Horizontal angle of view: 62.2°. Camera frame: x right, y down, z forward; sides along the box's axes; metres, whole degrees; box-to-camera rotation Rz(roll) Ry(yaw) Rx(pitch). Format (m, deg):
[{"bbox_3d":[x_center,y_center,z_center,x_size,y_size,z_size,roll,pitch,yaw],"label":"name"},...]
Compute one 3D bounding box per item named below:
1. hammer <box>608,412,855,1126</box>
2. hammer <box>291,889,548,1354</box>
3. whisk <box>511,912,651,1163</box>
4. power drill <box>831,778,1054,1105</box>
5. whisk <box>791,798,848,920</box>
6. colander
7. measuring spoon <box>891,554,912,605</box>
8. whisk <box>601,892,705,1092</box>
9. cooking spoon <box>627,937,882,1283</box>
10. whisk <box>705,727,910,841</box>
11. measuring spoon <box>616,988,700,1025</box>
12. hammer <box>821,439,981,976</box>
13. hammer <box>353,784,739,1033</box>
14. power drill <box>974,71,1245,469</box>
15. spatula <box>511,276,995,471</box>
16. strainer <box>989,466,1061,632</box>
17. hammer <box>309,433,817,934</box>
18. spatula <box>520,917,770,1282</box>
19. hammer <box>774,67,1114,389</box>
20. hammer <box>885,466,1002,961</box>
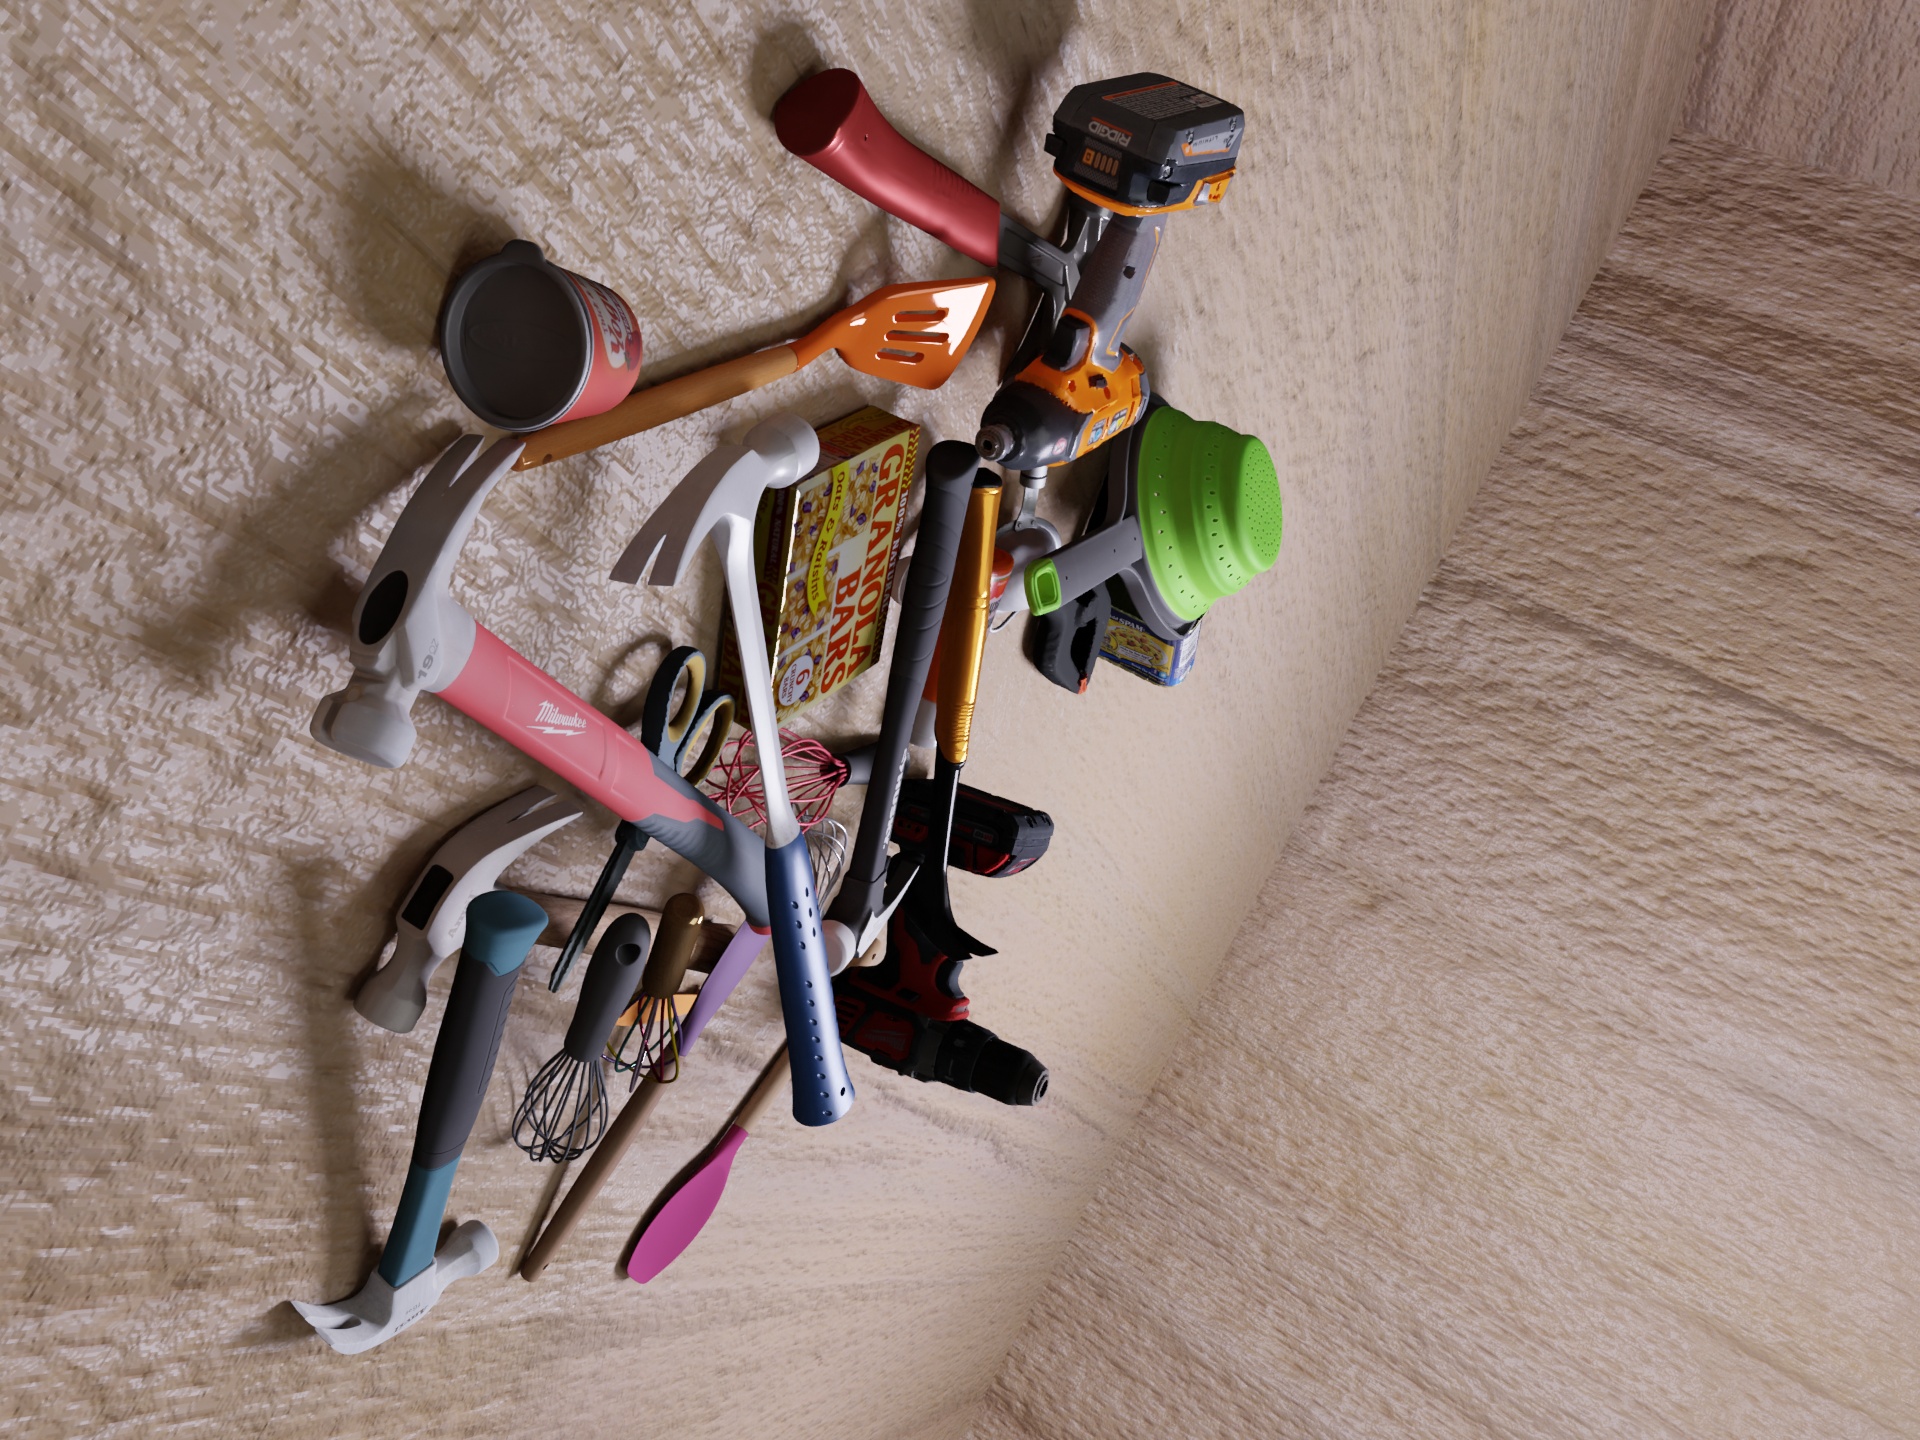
[{"bbox_3d":[-0.099,0.055,0.839,0.144,0.035,0.405,-50,141,-51],"label":"hammer"},{"bbox_3d":[-0.265,0.211,0.817,0.128,0.033,0.330,-29,149,-52],"label":"hammer"},{"bbox_3d":[-0.207,0.182,0.889,0.055,0.055,0.238,-38,163,-47],"label":"whisk"},{"bbox_3d":[0.003,0.172,1.219,0.080,0.188,0.226,5,103,-66],"label":"power drill"},{"bbox_3d":[-0.108,0.137,1.139,0.058,0.059,0.246,-14,145,-13],"label":"whisk"},{"bbox_3d":[0.165,-0.146,1.218,0.397,0.094,0.204,-34,115,-57],"label":"colander"},{"bbox_3d":[-0.019,-0.131,1.064,0.124,0.018,0.034,-62,160,-19],"label":"measuring spoon"},{"bbox_3d":[-0.169,0.158,0.907,0.051,0.047,0.244,-24,159,-30],"label":"whisk"},{"bbox_3d":[-0.157,0.299,1.248,0.319,0.017,0.068,-53,149,-22],"label":"cooking spoon"},{"bbox_3d":[-0.089,0.035,1.040,0.073,0.073,0.296,-66,165,9],"label":"whisk"},{"bbox_3d":[-0.196,0.185,1.039,0.116,0.011,0.021,10,107,-64],"label":"measuring spoon"},{"bbox_3d":[-0.035,-0.012,1.012,0.146,0.035,0.334,-41,145,-70],"label":"hammer"},{"bbox_3d":[-0.204,0.117,0.906,0.130,0.031,0.331,-61,159,-2],"label":"hammer"},{"bbox_3d":[0.078,-0.256,0.948,0.164,0.084,0.226,-37,151,-49],"label":"power drill"},{"bbox_3d":[-0.096,-0.170,0.796,0.322,0.041,0.081,-35,164,-47],"label":"spatula"},{"bbox_3d":[0.051,-0.165,1.137,0.087,0.050,0.258,-15,128,-31],"label":"strainer"},{"bbox_3d":[-0.157,0.016,0.787,0.385,0.038,0.143,50,55,-60],"label":"hammer"},{"bbox_3d":[-0.196,0.234,1.031,0.316,0.018,0.059,-56,163,4],"label":"spatula"},{"bbox_3d":[-0.002,-0.274,0.895,0.359,0.037,0.149,-6,121,-66],"label":"hammer"},{"bbox_3d":[-0.002,-0.003,1.075,0.034,0.127,0.336,-6,116,-26],"label":"hammer"}]
